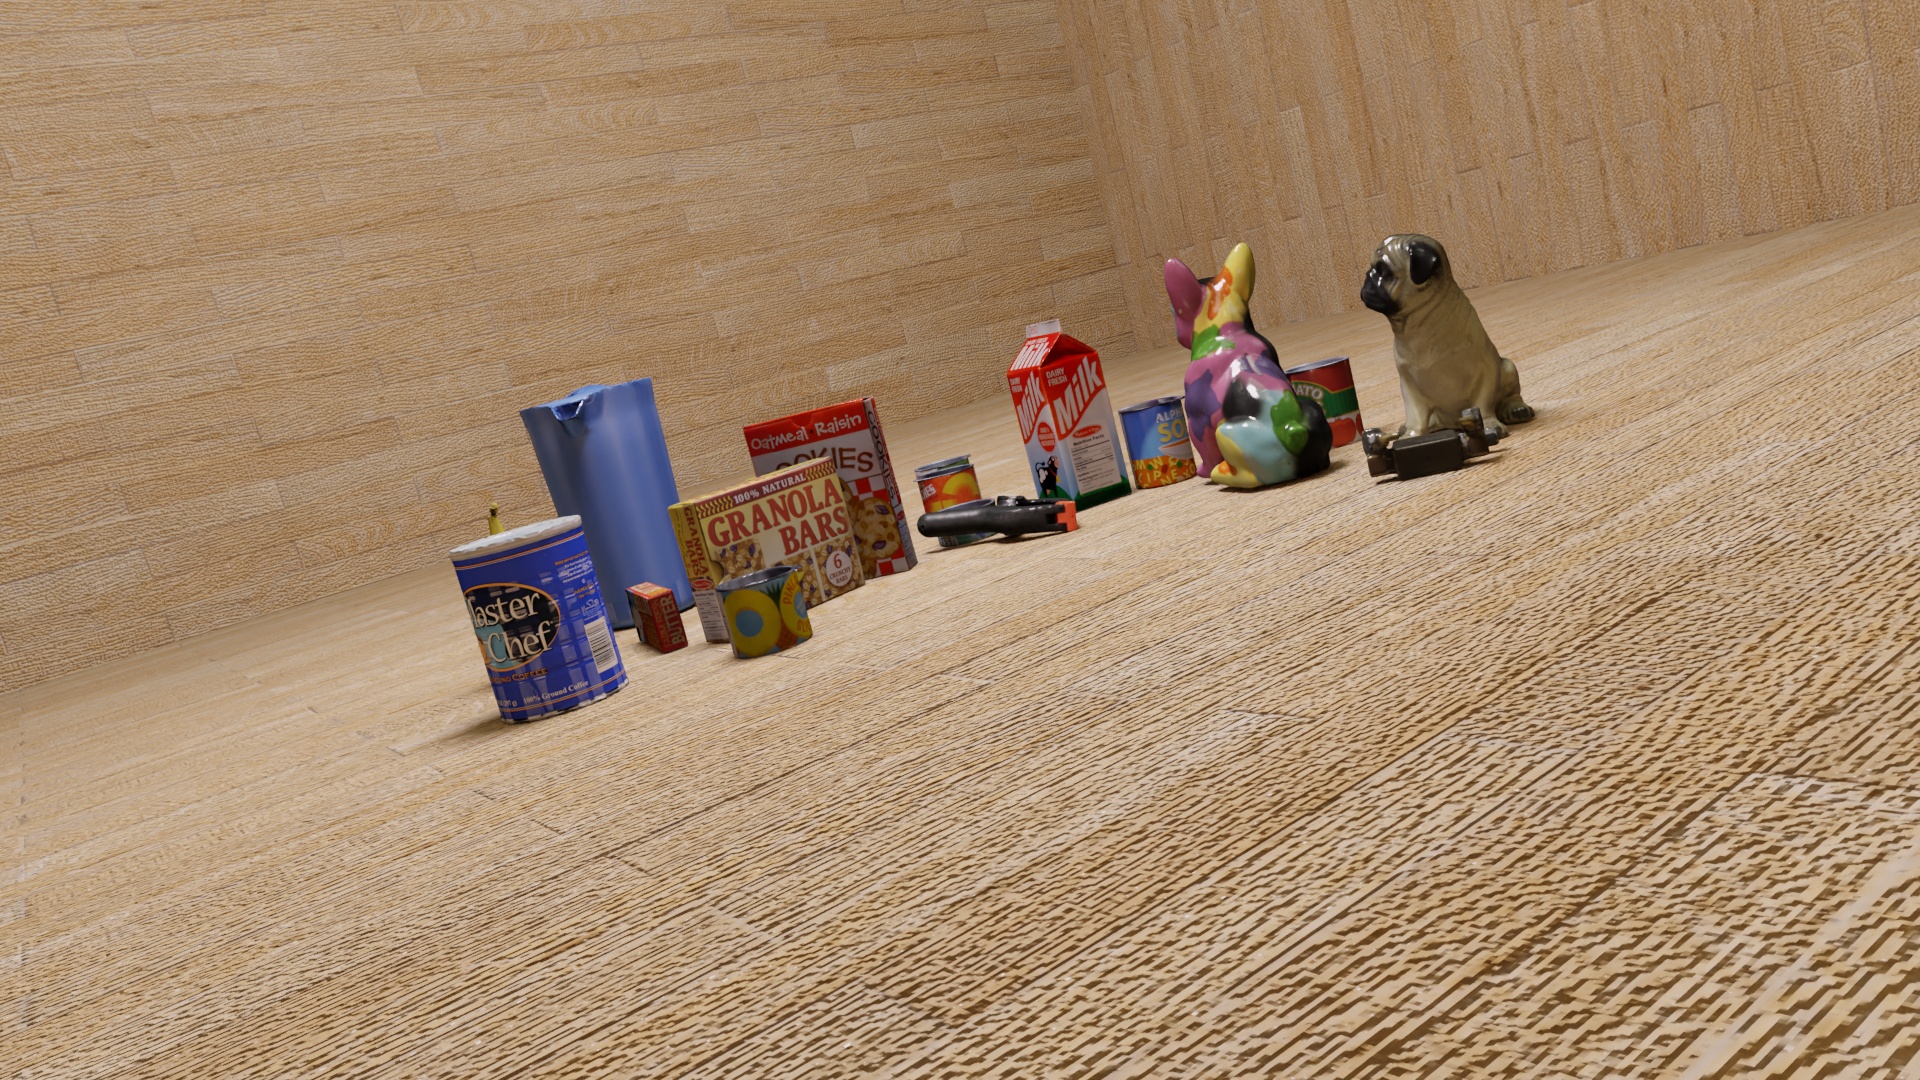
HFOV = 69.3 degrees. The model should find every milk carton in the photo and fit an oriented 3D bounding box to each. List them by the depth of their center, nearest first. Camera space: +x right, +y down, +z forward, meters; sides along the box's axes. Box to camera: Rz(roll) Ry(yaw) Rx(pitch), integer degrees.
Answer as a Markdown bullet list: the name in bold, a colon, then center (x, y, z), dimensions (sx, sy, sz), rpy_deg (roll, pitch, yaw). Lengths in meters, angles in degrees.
- **milk carton**: center (0.105, -0.129, 1.412), dimensions (0.074, 0.190, 0.072), rpy_deg (-18, 9, -25)

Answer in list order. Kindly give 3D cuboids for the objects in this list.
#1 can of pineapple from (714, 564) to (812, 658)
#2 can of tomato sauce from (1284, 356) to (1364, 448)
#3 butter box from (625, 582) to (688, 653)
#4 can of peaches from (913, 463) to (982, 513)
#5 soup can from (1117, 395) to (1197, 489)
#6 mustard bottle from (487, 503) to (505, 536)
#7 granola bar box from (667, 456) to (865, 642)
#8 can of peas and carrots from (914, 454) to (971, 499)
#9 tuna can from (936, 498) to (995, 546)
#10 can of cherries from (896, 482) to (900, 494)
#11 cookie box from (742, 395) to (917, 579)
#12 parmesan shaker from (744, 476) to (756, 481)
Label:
- **can of pineapple**: center (-0.154, 0.056, 1.106), dimensions (0.071, 0.057, 0.071), rpy_deg (-14, 8, 2)
- **can of tomato sauce**: center (0.362, -0.136, 1.390), dimensions (0.071, 0.083, 0.071), rpy_deg (-14, 8, 2)
- **butter box**: center (-0.272, 0.068, 1.240), dimensions (0.024, 0.053, 0.103), rpy_deg (-18, 9, -23)
- **can of peaches**: center (-0.012, -0.048, 1.531), dimensions (0.071, 0.058, 0.071), rpy_deg (-14, 8, 2)
- **soup can**: center (0.205, -0.102, 1.428), dimensions (0.071, 0.083, 0.071), rpy_deg (-14, 8, 2)
- **mustard bottle**: center (-0.402, 0.044, 1.252), dimensions (0.049, 0.160, 0.065), rpy_deg (-17, 8, -14)
- **granola bar box**: center (-0.166, 0.006, 1.227), dimensions (0.039, 0.124, 0.166), rpy_deg (-7, 11, 43)
- **can of peas and carrots**: center (-0.013, -0.064, 1.634), dimensions (0.071, 0.058, 0.071), rpy_deg (-14, 8, 2)
- **tuna can**: center (0.005, -0.017, 1.393), dimensions (0.071, 0.032, 0.071), rpy_deg (-14, 9, 2)
- **can of cherries**: center (-0.093, -0.029, 1.543), dimensions (0.071, 0.058, 0.071), rpy_deg (-14, 8, 2)
- **cookie box**: center (-0.123, -0.042, 1.315), dimensions (0.123, 0.167, 0.040), rpy_deg (-13, 8, 14)
- **parmesan shaker**: center (-0.192, -0.025, 1.534), dimensions (0.071, 0.103, 0.071), rpy_deg (-14, 8, 2)
